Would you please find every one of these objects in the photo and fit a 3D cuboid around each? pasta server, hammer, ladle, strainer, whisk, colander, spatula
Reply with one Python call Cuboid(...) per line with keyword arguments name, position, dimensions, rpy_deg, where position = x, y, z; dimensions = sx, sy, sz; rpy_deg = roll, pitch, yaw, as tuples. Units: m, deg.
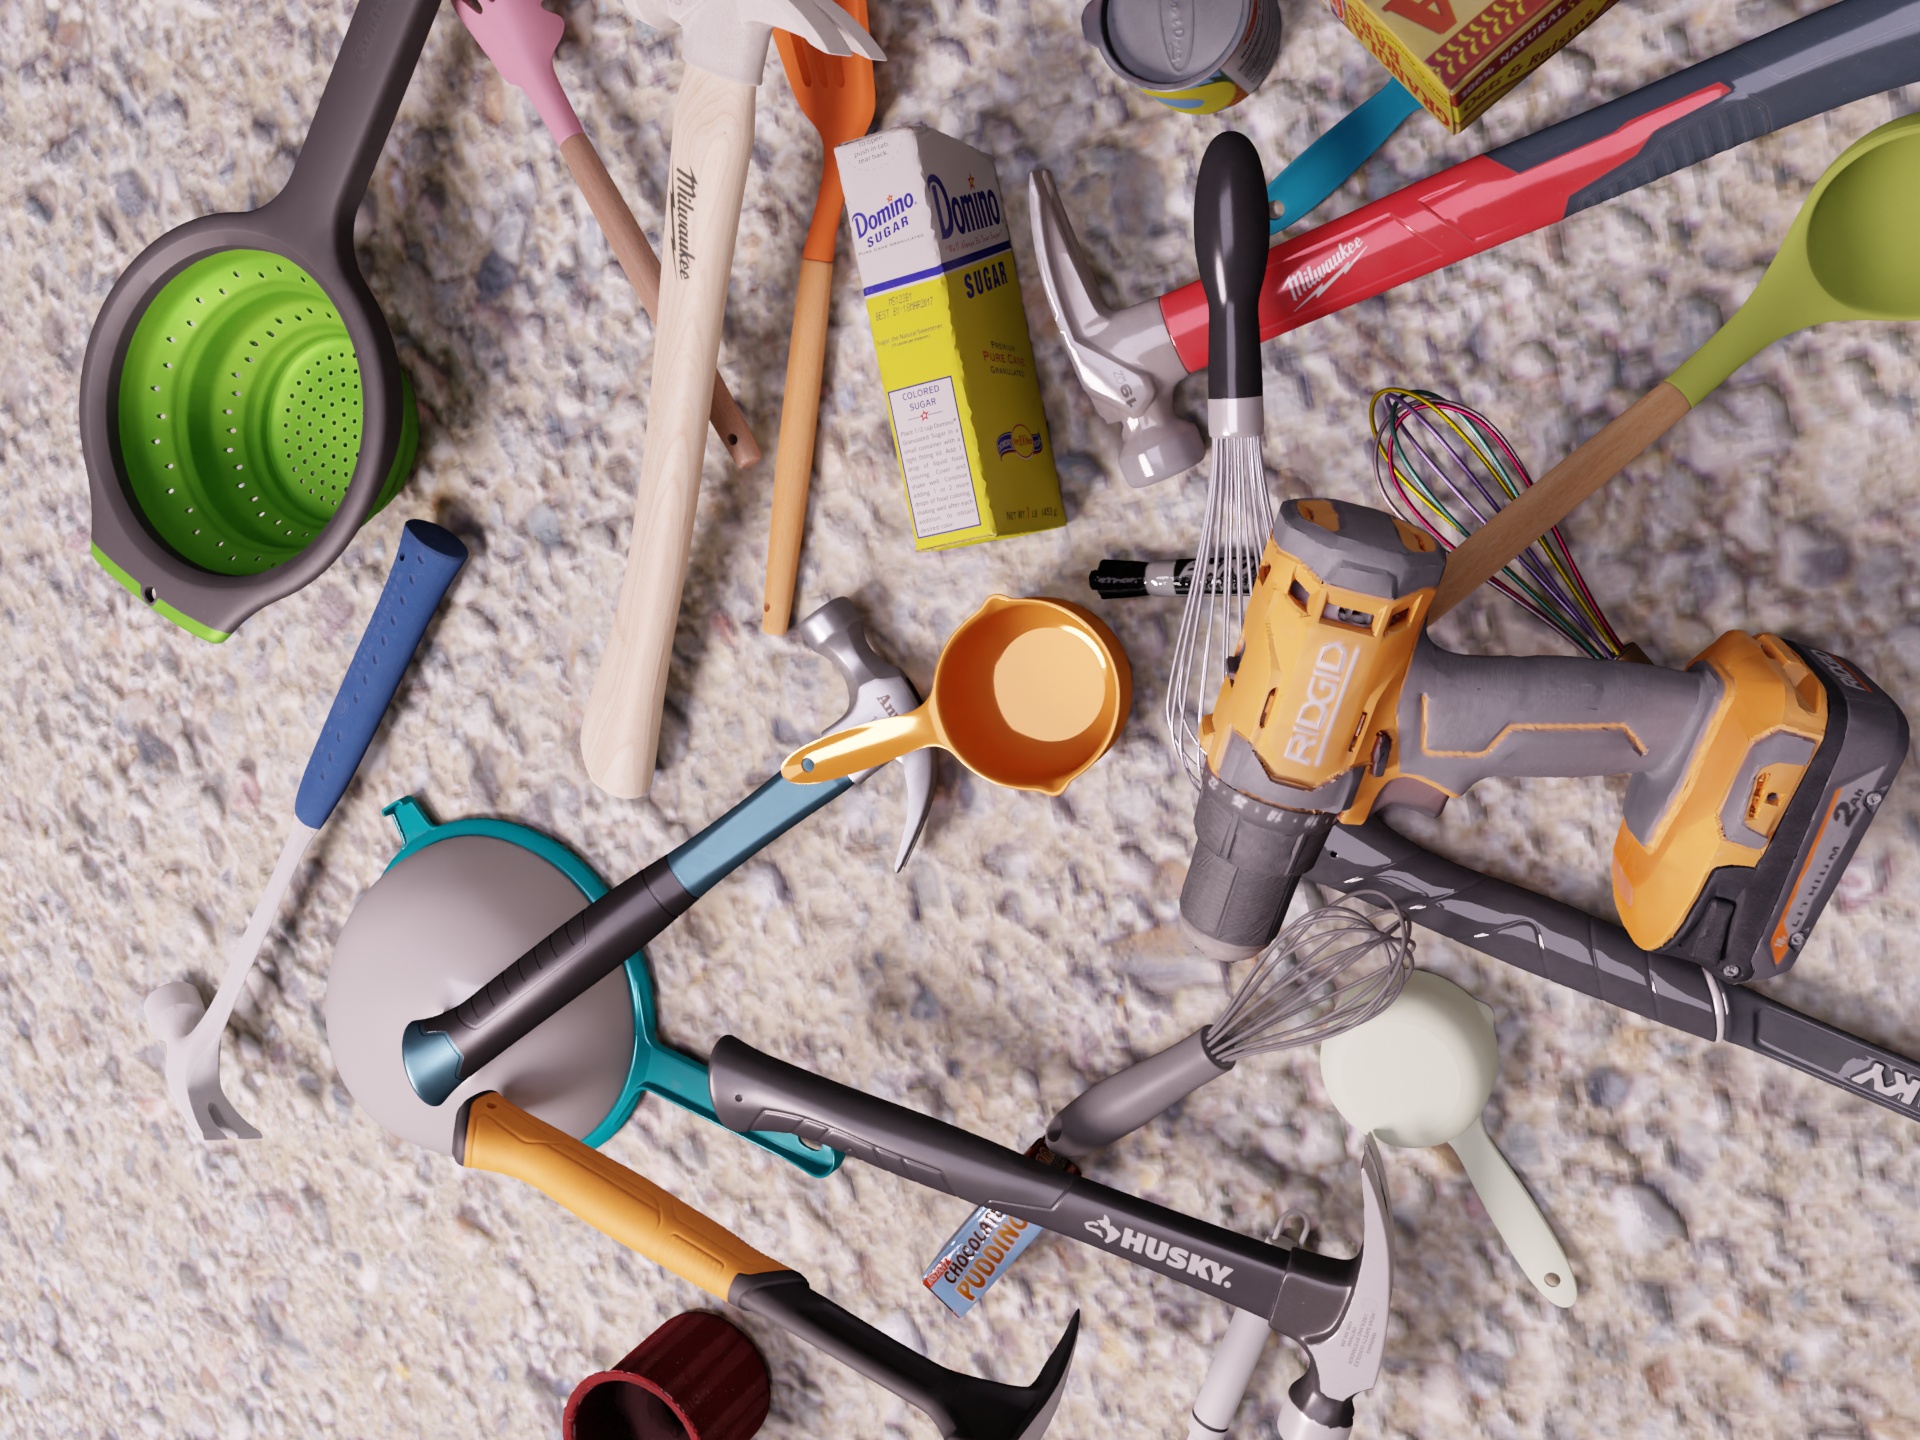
Cuboid(name="pasta server", position=(-0.177, -0.266, 0.799), dimensions=(0.060, 0.040, 0.316), rpy_deg=(-31, 87, 25))
Cuboid(name="hammer", position=(0.035, 0.213, 0.736), dimensions=(0.335, 0.035, 0.146), rpy_deg=(17, 106, 15))
Cuboid(name="hammer", position=(-0.108, 0.261, 0.773), dimensions=(0.337, 0.127, 0.034), rpy_deg=(21, 114, 22))
Cuboid(name="ladle", position=(0.251, -0.100, 0.592), dimensions=(0.320, 0.062, 0.078), rpy_deg=(-41, 111, 12))
Cuboid(name="hammer", position=(-0.385, 0.068, 0.936), dimensions=(0.144, 0.035, 0.405), rpy_deg=(46, 113, 39))
Cuboid(name="strainer", position=(0.120, 0.350, 0.777), dimensions=(0.087, 0.050, 0.258), rpy_deg=(23, 102, 13))
Cuboid(name="whisk", position=(0.113, -0.093, 0.655), dimensions=(0.070, 0.070, 0.284), rpy_deg=(2, 104, 24))
Cuboid(name="hammer", position=(0.325, 0.129, 0.648), dimensions=(0.409, 0.036, 0.149), rpy_deg=(23, 109, 19))
Cuboid(name="hammer", position=(-0.129, -0.136, 0.753), dimensions=(0.146, 0.038, 0.410), rpy_deg=(36, 125, 34))
Cuboid(name="colander", position=(-0.329, -0.233, 0.849), dimensions=(0.204, 0.094, 0.397), rpy_deg=(32, 104, 16))
Cuboid(name="strainer", position=(-0.228, 0.186, 0.872), dimensions=(0.340, 0.095, 0.211), rpy_deg=(19, 106, 21))
Cuboid(name="whisk", position=(0.115, 0.147, 0.725), dimensions=(0.055, 0.055, 0.239), rpy_deg=(53, 127, 7))
Cuboid(name="whisk", position=(0.251, -0.042, 0.652), dimensions=(0.245, 0.051, 0.047), rpy_deg=(51, 135, 4))
Cuboid(name="hammer", position=(0.216, -0.224, 0.622), dimensions=(0.386, 0.038, 0.143), rpy_deg=(-19, 103, 24))
Cuboid(name="hammer", position=(-0.152, 0.085, 0.804), dimensions=(0.331, 0.033, 0.128), rpy_deg=(-37, 88, 7))
Cuboid(name="spatula", position=(-0.079, -0.198, 0.767), dimensions=(0.081, 0.041, 0.322), rpy_deg=(24, 112, 44))

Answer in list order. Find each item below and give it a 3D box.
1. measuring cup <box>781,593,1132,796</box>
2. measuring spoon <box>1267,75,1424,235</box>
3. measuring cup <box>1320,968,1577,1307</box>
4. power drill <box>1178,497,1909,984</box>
Cuboid(name="measuring cup", position=(-0.001, -0.002, 0.753), dimensions=(0.173, 0.052, 0.095), rpy_deg=(-18, 92, 21))
Cuboid(name="measuring spoon", position=(0.170, -0.249, 0.663), dimensions=(0.042, 0.021, 0.128), rpy_deg=(45, 124, -11))
Cuboid(name="measuring cup", position=(0.221, 0.191, 0.702), dimensions=(0.083, 0.038, 0.167), rpy_deg=(-35, 82, 25))
Cuboid(name="power drill", position=(0.200, 0.030, 0.598), dimensions=(0.226, 0.084, 0.185), rpy_deg=(14, 115, 0))
